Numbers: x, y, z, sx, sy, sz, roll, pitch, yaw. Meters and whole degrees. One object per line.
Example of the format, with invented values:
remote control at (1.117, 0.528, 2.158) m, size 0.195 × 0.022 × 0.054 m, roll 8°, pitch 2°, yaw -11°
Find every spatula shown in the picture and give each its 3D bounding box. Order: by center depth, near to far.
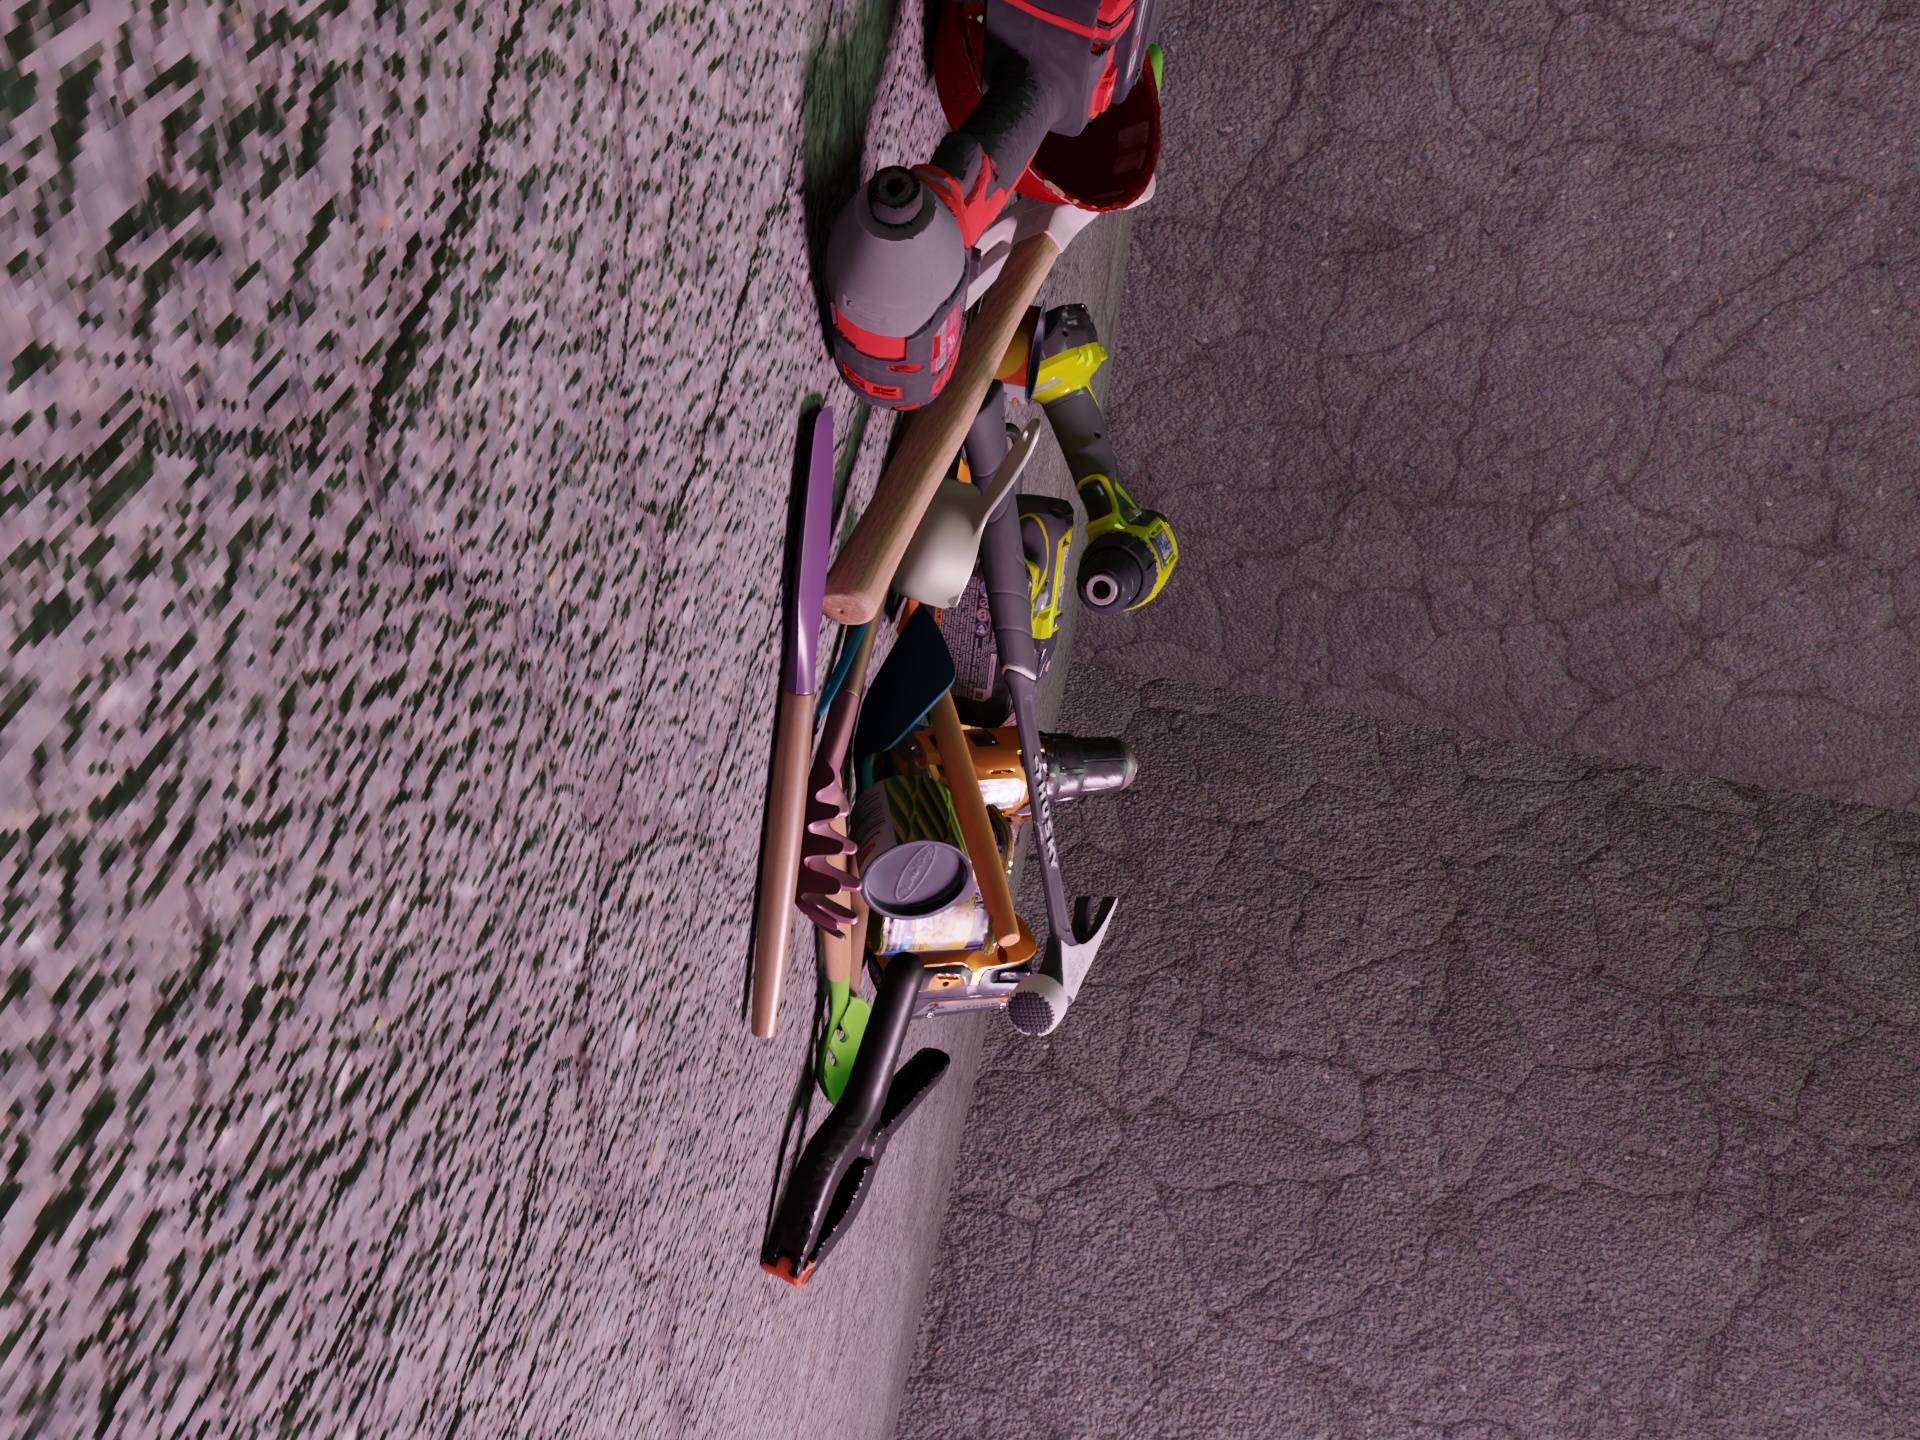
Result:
spatula at (-0.079, 0.009, 0.758) m, size 0.060 × 0.018 × 0.315 m, roll -71°, pitch 169°, yaw -72°
spatula at (-0.002, -0.003, 0.965) m, size 0.081 × 0.041 × 0.323 m, roll 114°, pitch -31°, yaw -45°
spatula at (-0.052, 0.080, 1.012) m, size 0.082 × 0.044 × 0.317 m, roll -117°, pitch -151°, yaw -51°

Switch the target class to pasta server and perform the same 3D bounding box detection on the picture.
pasta server at (-0.049, -0.036, 0.868) m, size 0.060 × 0.040 × 0.316 m, roll 76°, pitch 23°, yaw -65°

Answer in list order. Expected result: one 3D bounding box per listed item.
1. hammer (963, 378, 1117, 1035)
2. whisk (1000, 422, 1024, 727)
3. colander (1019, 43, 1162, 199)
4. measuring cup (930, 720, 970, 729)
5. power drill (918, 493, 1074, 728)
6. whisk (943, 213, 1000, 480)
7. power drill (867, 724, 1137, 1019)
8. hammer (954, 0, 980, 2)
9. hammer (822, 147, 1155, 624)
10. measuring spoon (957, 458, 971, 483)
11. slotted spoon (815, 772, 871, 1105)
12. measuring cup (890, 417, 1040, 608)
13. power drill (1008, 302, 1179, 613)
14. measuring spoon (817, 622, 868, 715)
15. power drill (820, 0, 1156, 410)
hammer at (0.044, -0.013, 1.027) m, size 0.149 × 0.036 × 0.408 m, roll -39°, pitch 123°, yaw -61°
whisk at (0.037, -0.125, 1.442) m, size 0.073 × 0.073 × 0.295 m, roll -68°, pitch 162°, yaw -63°
colander at (0.124, -0.522, 1.380) m, size 0.397 × 0.094 × 0.204 m, roll -60°, pitch 160°, yaw -72°
measuring cup at (-0.009, 0.000, 1.338) m, size 0.156 × 0.029 × 0.062 m, roll 87°, pitch 14°, yaw -72°
power drill at (0.033, -0.076, 1.222) m, size 0.223 × 0.080 × 0.171 m, roll -40°, pitch 139°, yaw -69°
whisk at (0.002, -0.213, 1.013) m, size 0.055 × 0.055 × 0.239 m, roll 65°, pitch 40°, yaw -80°
power drill at (0.027, 0.104, 1.167) m, size 0.084 × 0.185 × 0.226 m, roll -124°, pitch -143°, yaw -52°
hammer at (-0.018, -0.359, 0.624) m, size 0.331 × 0.033 × 0.128 m, roll -65°, pitch 163°, yaw -67°
hammer at (0.000, -0.183, 0.862) m, size 0.031 × 0.130 × 0.331 m, roll 46°, pitch 54°, yaw -31°
measuring spoon at (0.000, -0.192, 1.185) m, size 0.117 × 0.011 × 0.021 m, roll 16°, pitch 85°, yaw -84°
slotted spoon at (-0.075, 0.137, 0.976) m, size 0.313 × 0.031 × 0.070 m, roll 92°, pitch 21°, yaw -45°
measuring cup at (-0.002, -0.125, 0.902) m, size 0.167 × 0.038 × 0.083 m, roll 131°, pitch -36°, yaw -57°
power drill at (0.092, -0.190, 1.197) m, size 0.228 × 0.080 × 0.190 m, roll 66°, pitch 20°, yaw -8°
measuring spoon at (-0.060, -0.048, 0.807) m, size 0.042 × 0.021 × 0.129 m, roll -55°, pitch -169°, yaw 39°
power drill at (0.008, -0.253, 0.689) m, size 0.220 × 0.078 × 0.143 m, roll -63°, pitch 174°, yaw -14°
